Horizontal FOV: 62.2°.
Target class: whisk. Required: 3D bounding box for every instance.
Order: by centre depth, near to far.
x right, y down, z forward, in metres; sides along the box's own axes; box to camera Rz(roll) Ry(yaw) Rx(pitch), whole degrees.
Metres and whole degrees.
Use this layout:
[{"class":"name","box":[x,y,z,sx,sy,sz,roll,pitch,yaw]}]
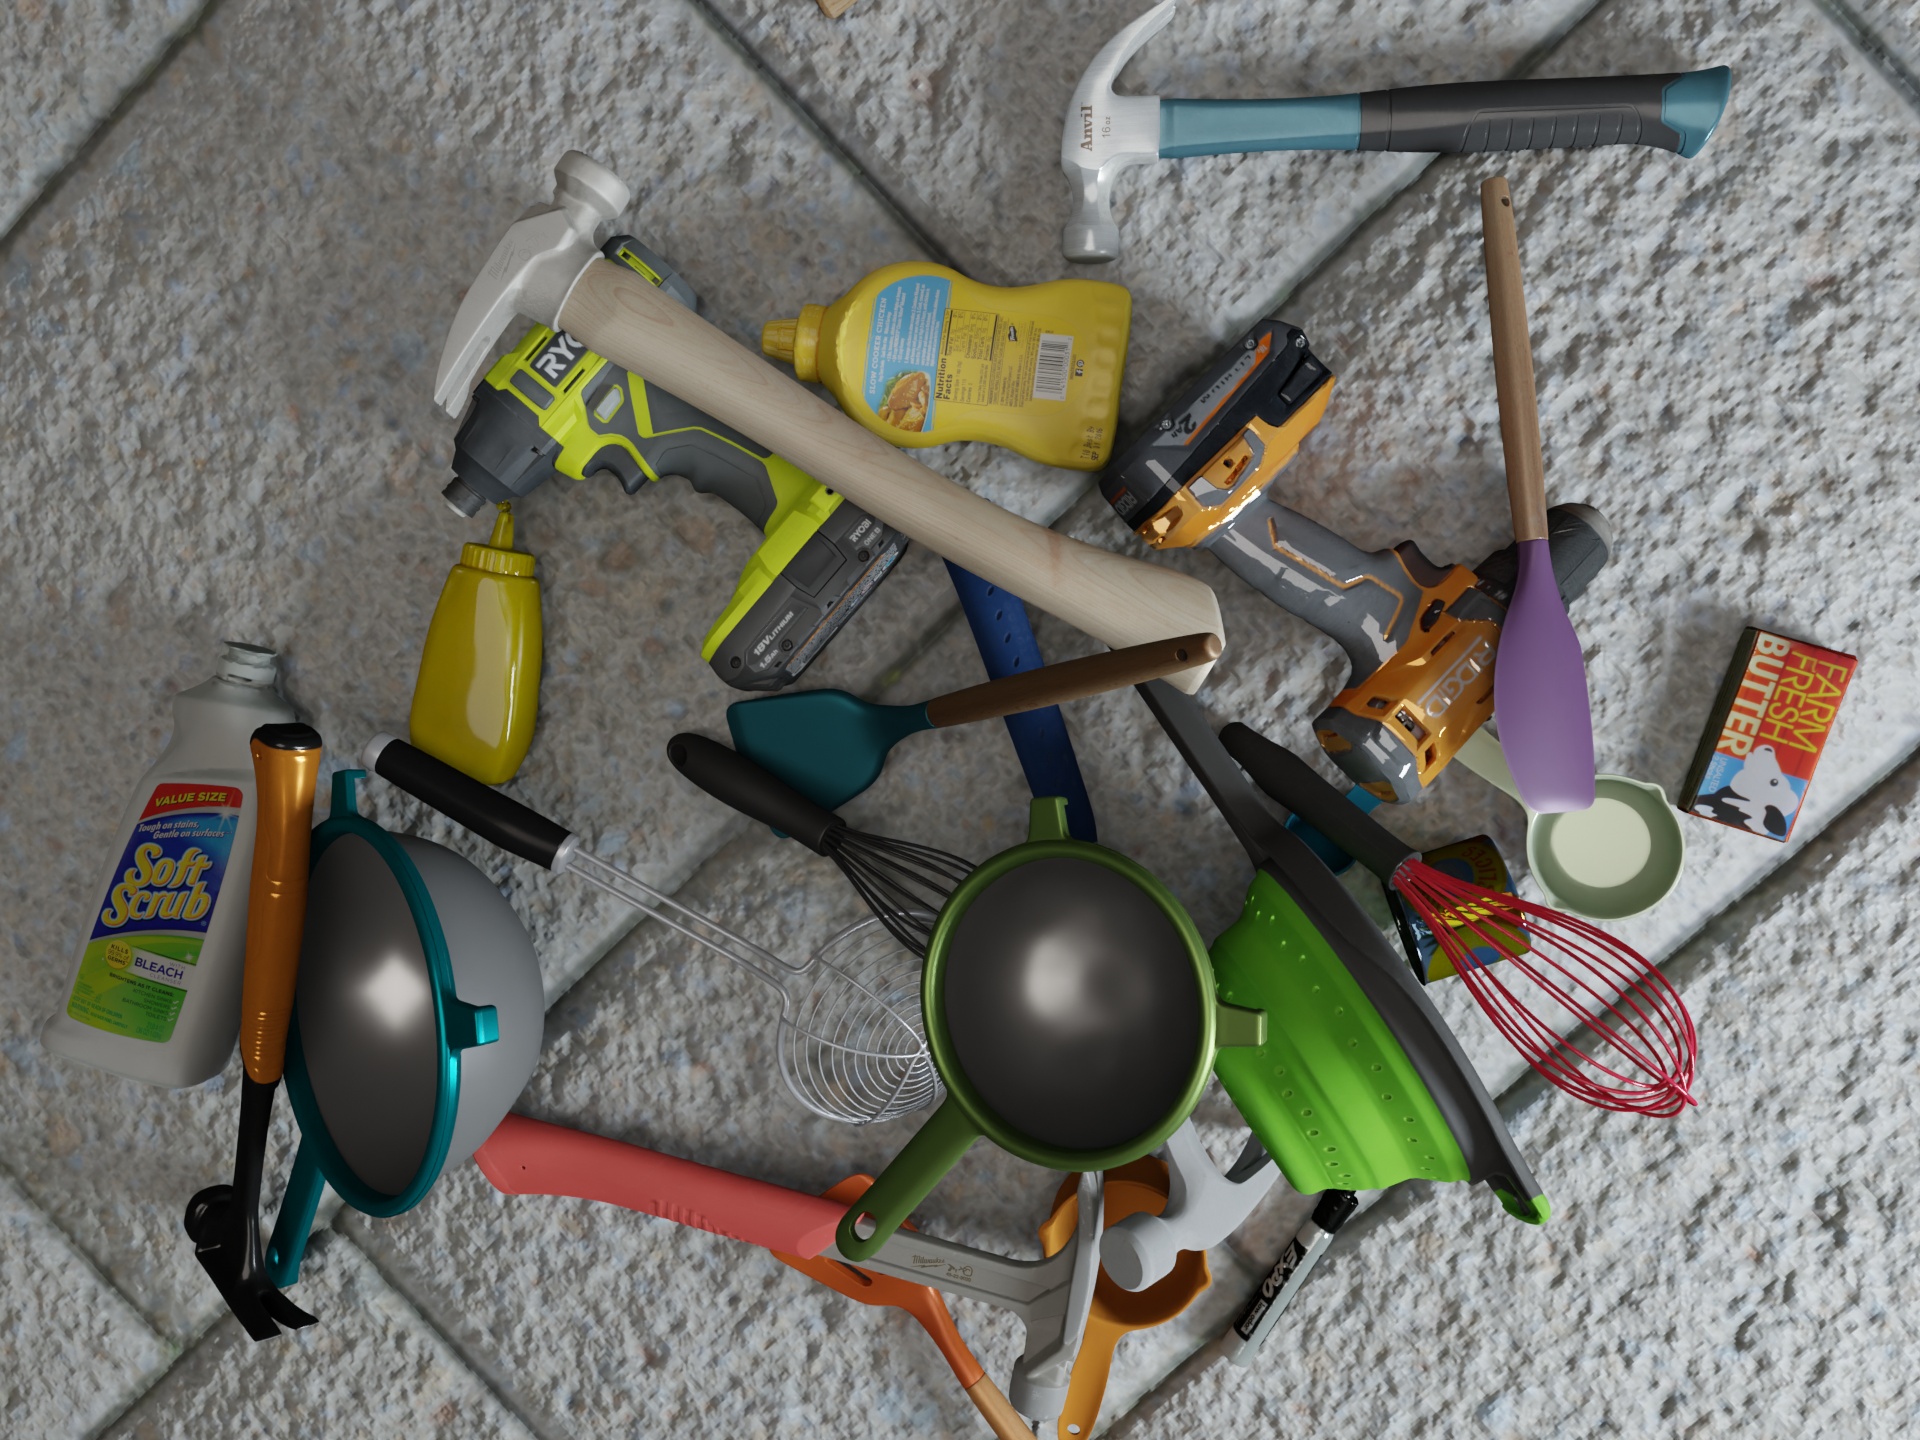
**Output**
[{"class":"whisk","box":[0.231,0.084,0.774,0.296,0.073,0.073,42,101,37]},{"class":"whisk","box":[-0.070,0.064,0.845,0.239,0.055,0.055,28,99,27]}]

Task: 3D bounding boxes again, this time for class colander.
[{"class":"colander","box":[0.130,0.094,0.797,0.094,0.204,0.397,-32,73,0]}]

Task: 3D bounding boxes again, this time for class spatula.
[{"class":"spatula","box":[0.275,-0.113,0.777,0.059,0.018,0.316,-1,84,-23]},{"class":"spatula","box":[-0.001,-0.003,0.800,0.317,0.044,0.082,-14,99,46]},{"class":"spatula","box":[0.020,0.395,0.891,0.081,0.041,0.323,-41,82,17]}]

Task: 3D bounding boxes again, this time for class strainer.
[{"class":"strainer","box":[0.030,0.169,0.767,0.152,0.069,0.256,47,112,23]},{"class":"strainer","box":[-0.315,0.202,0.897,0.211,0.095,0.340,49,126,32]}]

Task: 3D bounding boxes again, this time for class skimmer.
[{"class":"skimmer","box":[-0.155,0.101,0.871,0.363,0.090,0.127,28,92,4]}]

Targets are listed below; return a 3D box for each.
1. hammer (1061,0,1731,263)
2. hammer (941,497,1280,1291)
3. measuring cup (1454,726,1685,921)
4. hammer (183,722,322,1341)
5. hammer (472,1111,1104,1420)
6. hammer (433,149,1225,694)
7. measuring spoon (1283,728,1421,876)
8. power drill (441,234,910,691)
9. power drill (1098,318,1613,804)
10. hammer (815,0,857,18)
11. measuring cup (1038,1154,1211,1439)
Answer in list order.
[{"class":"hammer","box":[0.217,-0.305,0.812,0.331,0.033,0.128,0,97,6]},{"class":"hammer","box":[0.069,0.076,0.842,0.035,0.144,0.405,-24,84,48]},{"class":"measuring cup","box":[0.303,0.037,0.843,0.168,0.038,0.083,41,103,18]},{"class":"hammer","box":[-0.376,0.165,0.864,0.127,0.034,0.336,25,110,43]},{"class":"hammer","box":[-0.102,0.265,0.877,0.359,0.037,0.149,11,102,14]},{"class":"hammer","box":[-0.060,-0.122,0.784,0.410,0.038,0.146,31,86,5]},{"class":"measuring spoon","box":[0.225,0.033,0.851,0.042,0.021,0.128,46,99,13]},{"class":"power drill","box":[-0.151,-0.123,0.844,0.223,0.080,0.171,41,89,3]},{"class":"power drill","box":[0.206,-0.097,0.806,0.185,0.084,0.226,-44,91,-8]},{"class":"hammer","box":[0.058,-0.473,0.813,0.331,0.031,0.130,-32,92,9]},{"class":"measuring cup","box":[0.082,0.321,0.886,0.095,0.052,0.173,15,105,6]}]
